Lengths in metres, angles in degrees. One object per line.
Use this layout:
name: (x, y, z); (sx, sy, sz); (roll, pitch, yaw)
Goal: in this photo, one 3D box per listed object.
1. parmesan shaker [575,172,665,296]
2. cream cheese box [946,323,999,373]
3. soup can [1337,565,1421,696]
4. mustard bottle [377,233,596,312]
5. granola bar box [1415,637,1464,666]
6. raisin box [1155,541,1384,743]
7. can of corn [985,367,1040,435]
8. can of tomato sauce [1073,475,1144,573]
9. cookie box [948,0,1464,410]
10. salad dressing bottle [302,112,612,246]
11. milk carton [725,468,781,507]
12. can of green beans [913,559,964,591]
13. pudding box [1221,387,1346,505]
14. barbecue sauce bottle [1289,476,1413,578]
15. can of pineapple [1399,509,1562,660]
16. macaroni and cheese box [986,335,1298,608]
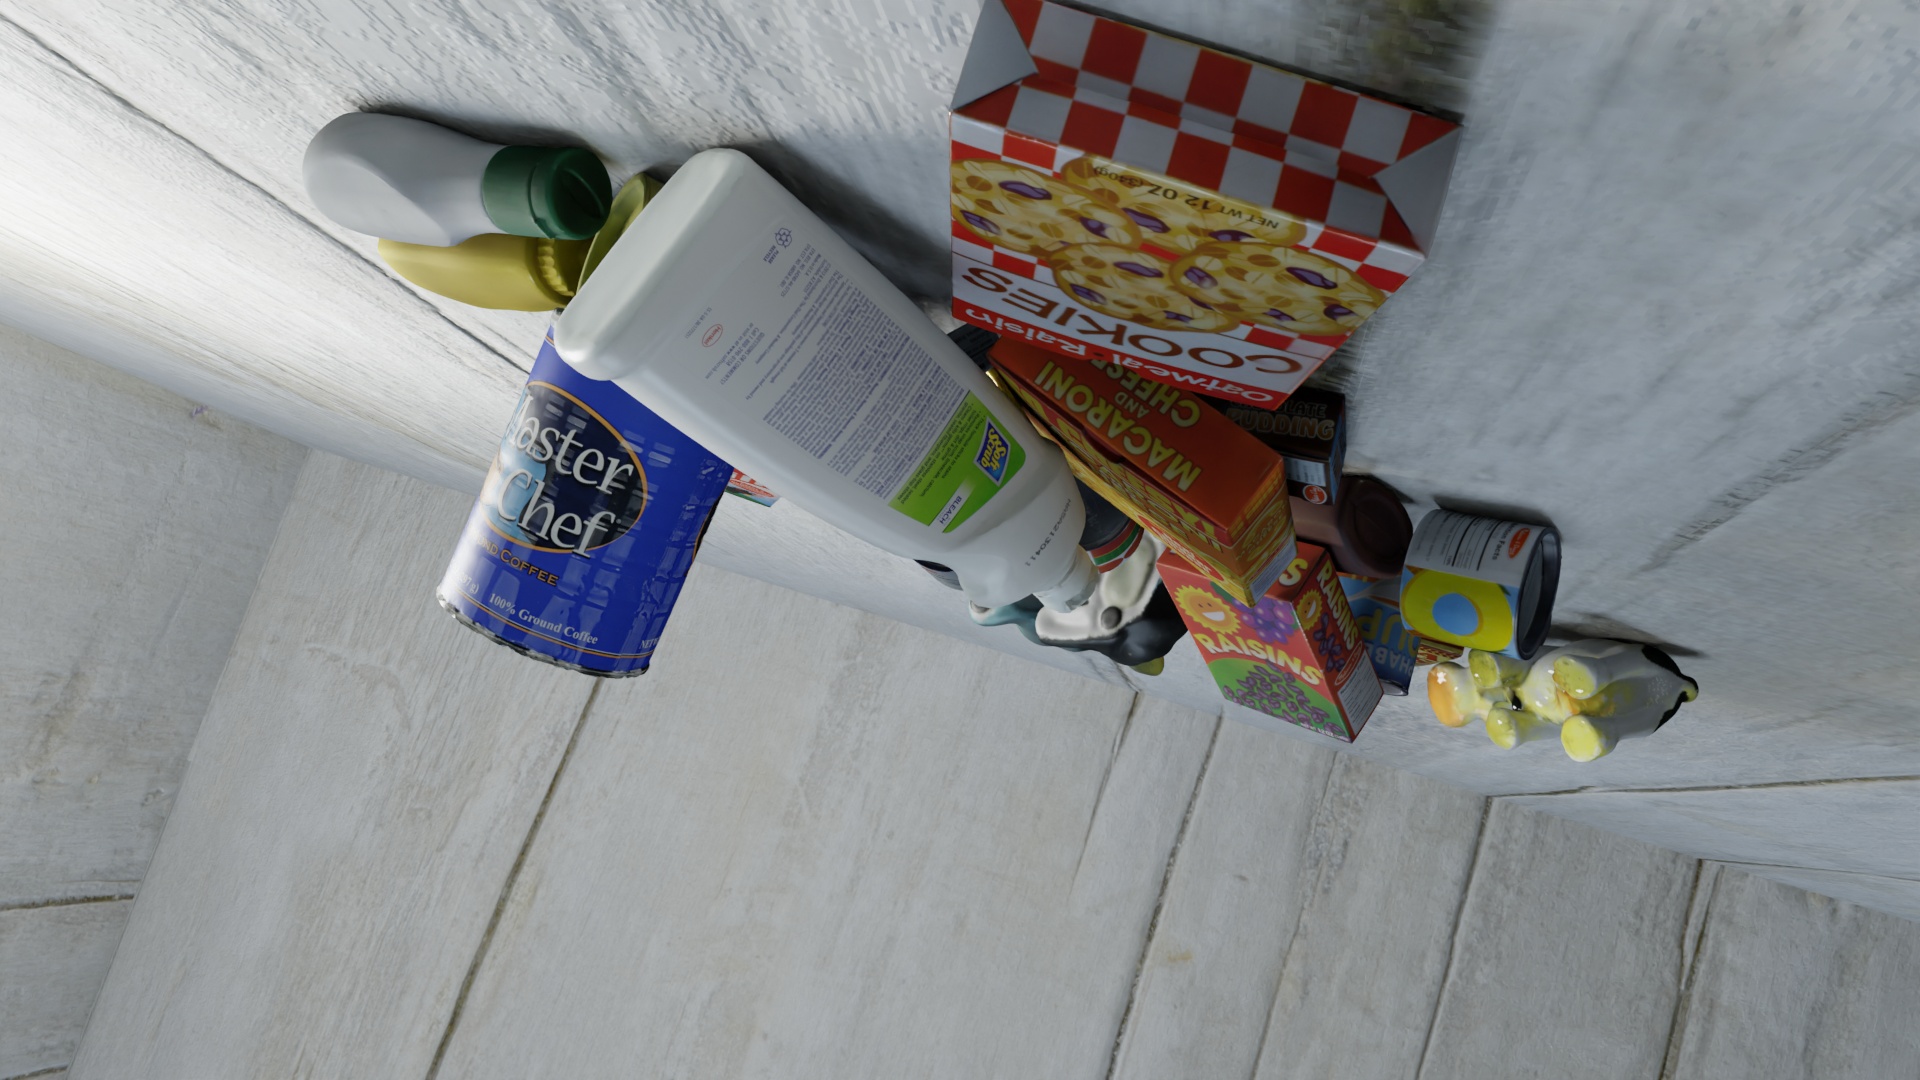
parmesan shaker: (-0.102, -0.101, 0.590); (0.103, 0.071, 0.071); (22, 171, -30)
cream cheese box: (-0.032, -0.064, 0.628); (0.024, 0.104, 0.053); (59, 164, -4)
soup can: (0.237, 0.041, 0.803); (0.071, 0.084, 0.071); (17, 172, 2)
mustard bottle: (-0.206, -0.136, 0.655); (0.160, 0.049, 0.065); (11, 168, 34)
granola bar box: (0.252, 0.045, 0.962); (0.166, 0.039, 0.124); (17, 172, 4)
raisin box: (0.165, 0.046, 0.733); (0.086, 0.040, 0.123); (18, 151, 44)
can of corn: (0.006, -0.056, 0.705); (0.071, 0.071, 0.058); (14, 171, 26)
can of tomato sauce: (0.074, -0.020, 0.809); (0.071, 0.071, 0.083); (15, 172, 14)
cookie box: (0.059, -0.090, 0.420); (0.123, 0.040, 0.167); (17, 172, 2)
salad dressing bottle: (-0.214, -0.151, 0.590); (0.148, 0.044, 0.064); (12, 158, 28)
milk carton: (-0.133, -0.072, 0.865); (0.073, 0.072, 0.190); (19, 172, -11)
can of green beans: (0.001, -0.008, 0.787); (0.071, 0.071, 0.057); (15, 170, 16)
pudding box: (0.143, -0.043, 0.615); (0.050, 0.030, 0.083); (14, 172, 18)
barbecue sauce bottle: (0.162, -0.012, 0.742); (0.065, 0.044, 0.148); (34, 165, -35)
can of pineapple: (0.256, 0.022, 0.683); (0.058, 0.071, 0.071); (13, 171, 36)
macaroni and cheese box: (0.086, -0.033, 0.612); (0.124, 0.040, 0.166); (39, 180, 20)
